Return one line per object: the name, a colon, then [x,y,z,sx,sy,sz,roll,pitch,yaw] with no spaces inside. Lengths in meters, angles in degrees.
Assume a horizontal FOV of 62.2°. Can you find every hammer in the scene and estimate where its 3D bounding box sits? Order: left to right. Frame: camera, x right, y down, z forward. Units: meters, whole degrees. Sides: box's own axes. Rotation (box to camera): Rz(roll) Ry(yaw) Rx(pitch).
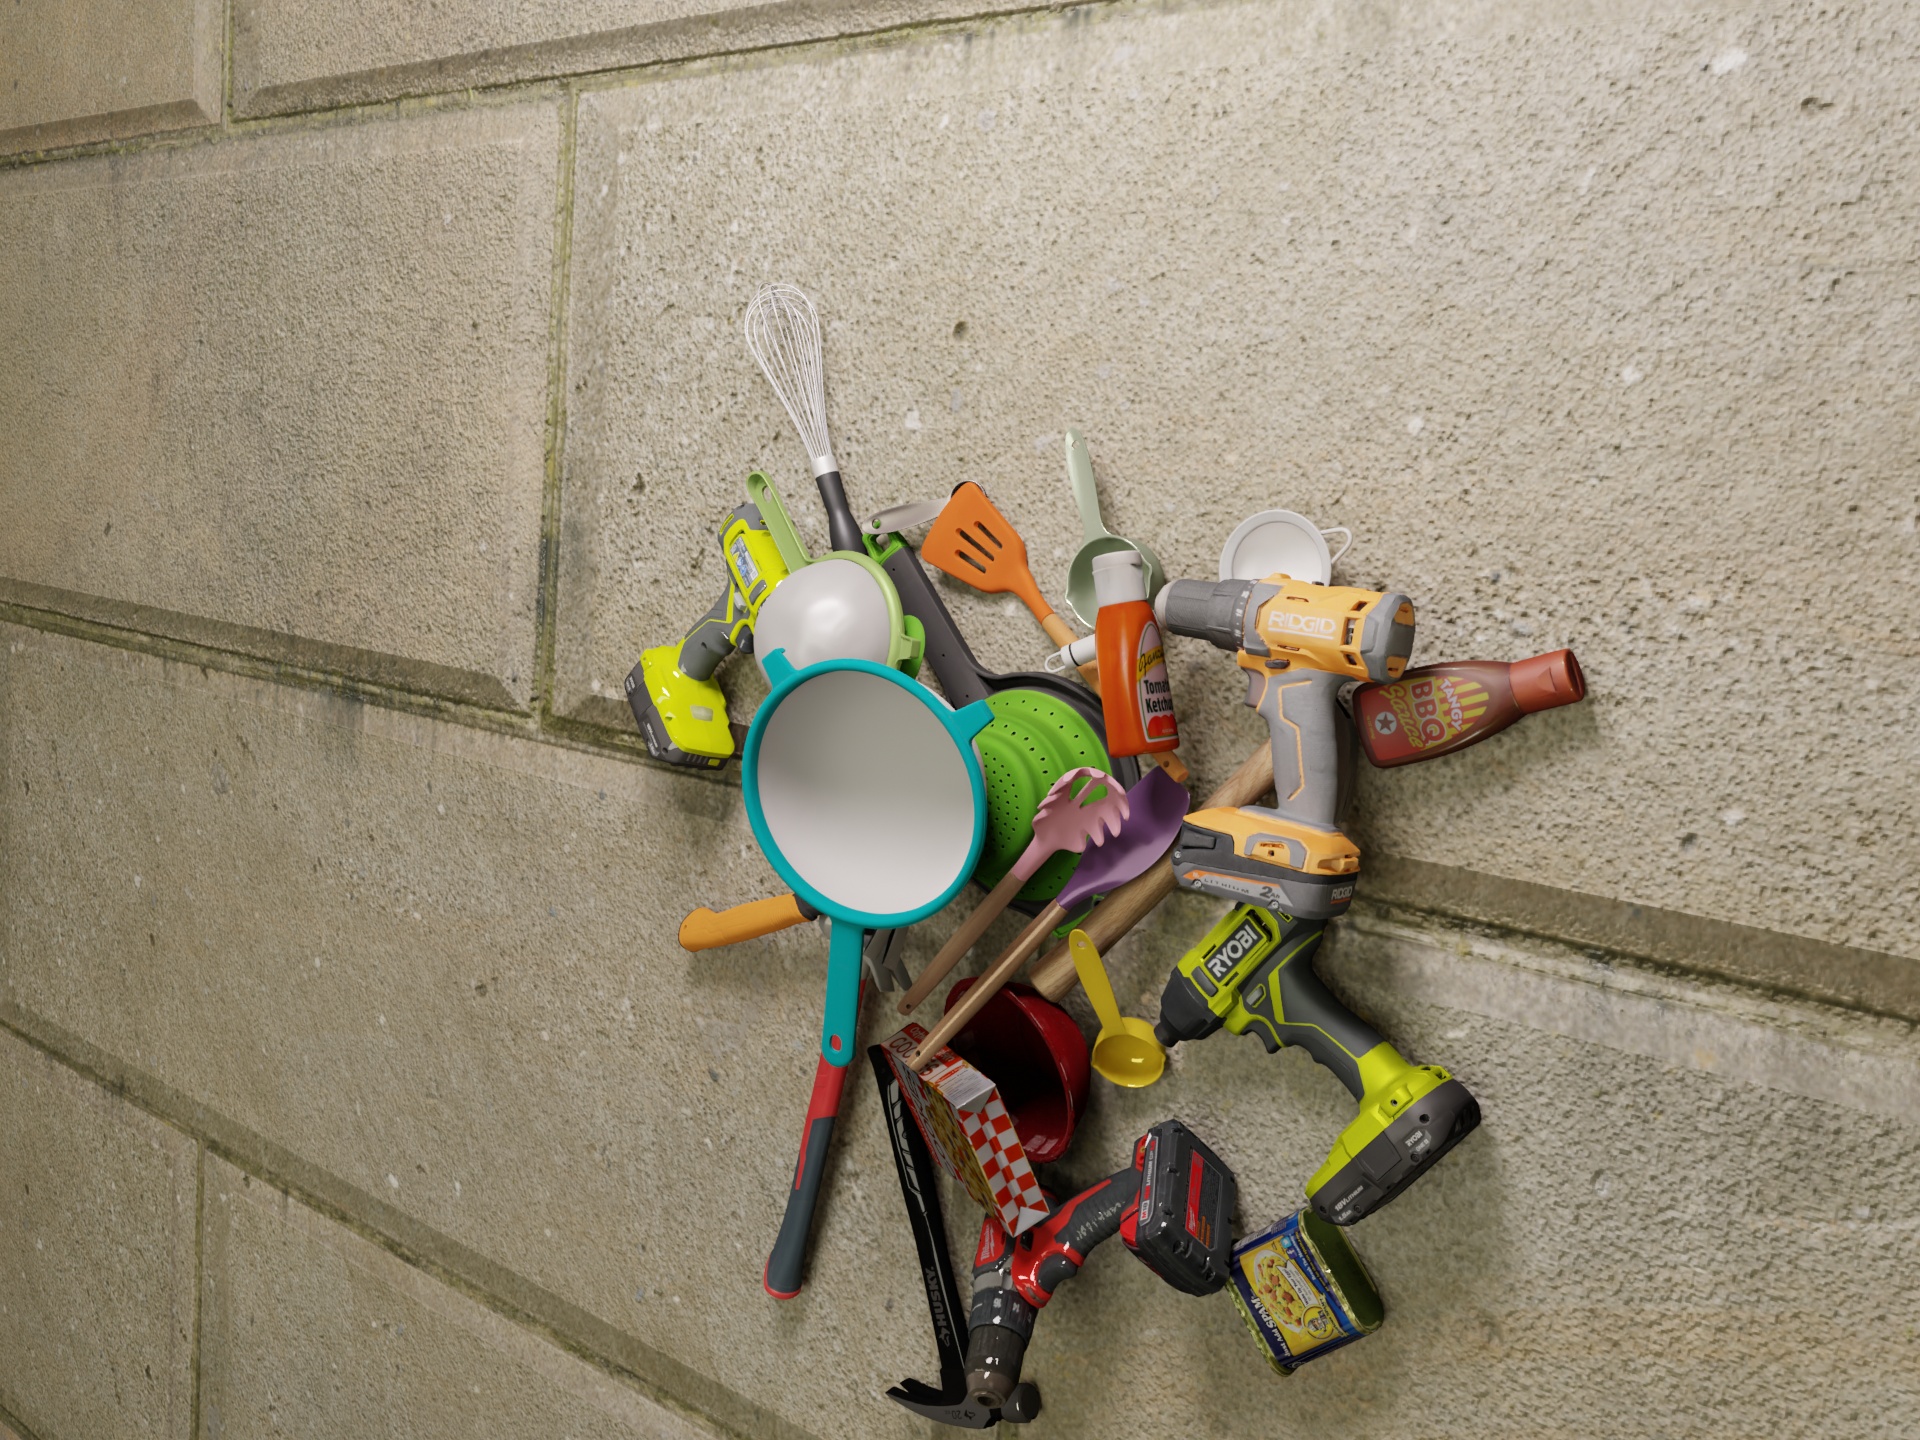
hammer: [-0.156,0.179,1.438,0.337,0.034,0.127,-19,48,45]
hammer: [-0.120,0.366,1.439,0.143,0.038,0.386,40,121,57]
hammer: [-0.033,0.452,1.407,0.146,0.035,0.335,-18,82,35]
hammer: [0.170,0.101,1.212,0.331,0.031,0.130,-48,67,20]

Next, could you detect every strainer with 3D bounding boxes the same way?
strainer: [-0.141,-0.110,1.312,0.151,0.069,0.257,-42,62,31]
strainer: [-0.065,0.108,1.255,0.211,0.095,0.340,15,111,23]
strainer: [0.175,-0.087,1.189,0.258,0.050,0.087,-22,80,24]

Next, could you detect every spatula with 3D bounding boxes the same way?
spatula: [0.064,0.162,1.230,0.316,0.018,0.060,-48,51,14]
spatula: [0.078,-0.065,1.268,0.081,0.041,0.323,-54,53,24]

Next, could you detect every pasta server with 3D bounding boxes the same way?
pasta server: [0.031,0.141,1.241,0.060,0.040,0.316,32,123,-8]

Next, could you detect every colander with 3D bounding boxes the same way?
colander: [-0.002,-0.004,1.315,0.204,0.094,0.397,-41,70,31]

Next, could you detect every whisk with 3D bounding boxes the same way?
whisk: [-0.130,-0.257,1.422,0.070,0.070,0.284,-19,87,36]

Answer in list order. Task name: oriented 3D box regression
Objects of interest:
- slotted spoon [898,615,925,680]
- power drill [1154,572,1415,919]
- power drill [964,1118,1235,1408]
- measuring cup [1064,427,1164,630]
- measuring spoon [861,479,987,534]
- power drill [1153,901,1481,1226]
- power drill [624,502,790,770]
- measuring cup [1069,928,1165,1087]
slotted spoon: [-0.092,0.034,1.378,0.070,0.031,0.313,66,145,40]
power drill: [0.208,0.009,1.116,0.185,0.084,0.226,13,96,35]
power drill: [0.095,0.420,1.227,0.226,0.188,0.080,-32,114,32]
measuring cup: [0.115,-0.151,1.256,0.083,0.038,0.168,-18,80,36]
measuring spoon: [-0.030,-0.179,1.363,0.124,0.018,0.034,-10,91,28]
power drill: [0.250,0.245,1.161,0.223,0.080,0.171,51,119,27]
power drill: [-0.206,-0.060,1.456,0.228,0.080,0.191,-49,51,28]
measuring cup: [0.118,0.219,1.243,0.062,0.029,0.156,-12,115,23]
